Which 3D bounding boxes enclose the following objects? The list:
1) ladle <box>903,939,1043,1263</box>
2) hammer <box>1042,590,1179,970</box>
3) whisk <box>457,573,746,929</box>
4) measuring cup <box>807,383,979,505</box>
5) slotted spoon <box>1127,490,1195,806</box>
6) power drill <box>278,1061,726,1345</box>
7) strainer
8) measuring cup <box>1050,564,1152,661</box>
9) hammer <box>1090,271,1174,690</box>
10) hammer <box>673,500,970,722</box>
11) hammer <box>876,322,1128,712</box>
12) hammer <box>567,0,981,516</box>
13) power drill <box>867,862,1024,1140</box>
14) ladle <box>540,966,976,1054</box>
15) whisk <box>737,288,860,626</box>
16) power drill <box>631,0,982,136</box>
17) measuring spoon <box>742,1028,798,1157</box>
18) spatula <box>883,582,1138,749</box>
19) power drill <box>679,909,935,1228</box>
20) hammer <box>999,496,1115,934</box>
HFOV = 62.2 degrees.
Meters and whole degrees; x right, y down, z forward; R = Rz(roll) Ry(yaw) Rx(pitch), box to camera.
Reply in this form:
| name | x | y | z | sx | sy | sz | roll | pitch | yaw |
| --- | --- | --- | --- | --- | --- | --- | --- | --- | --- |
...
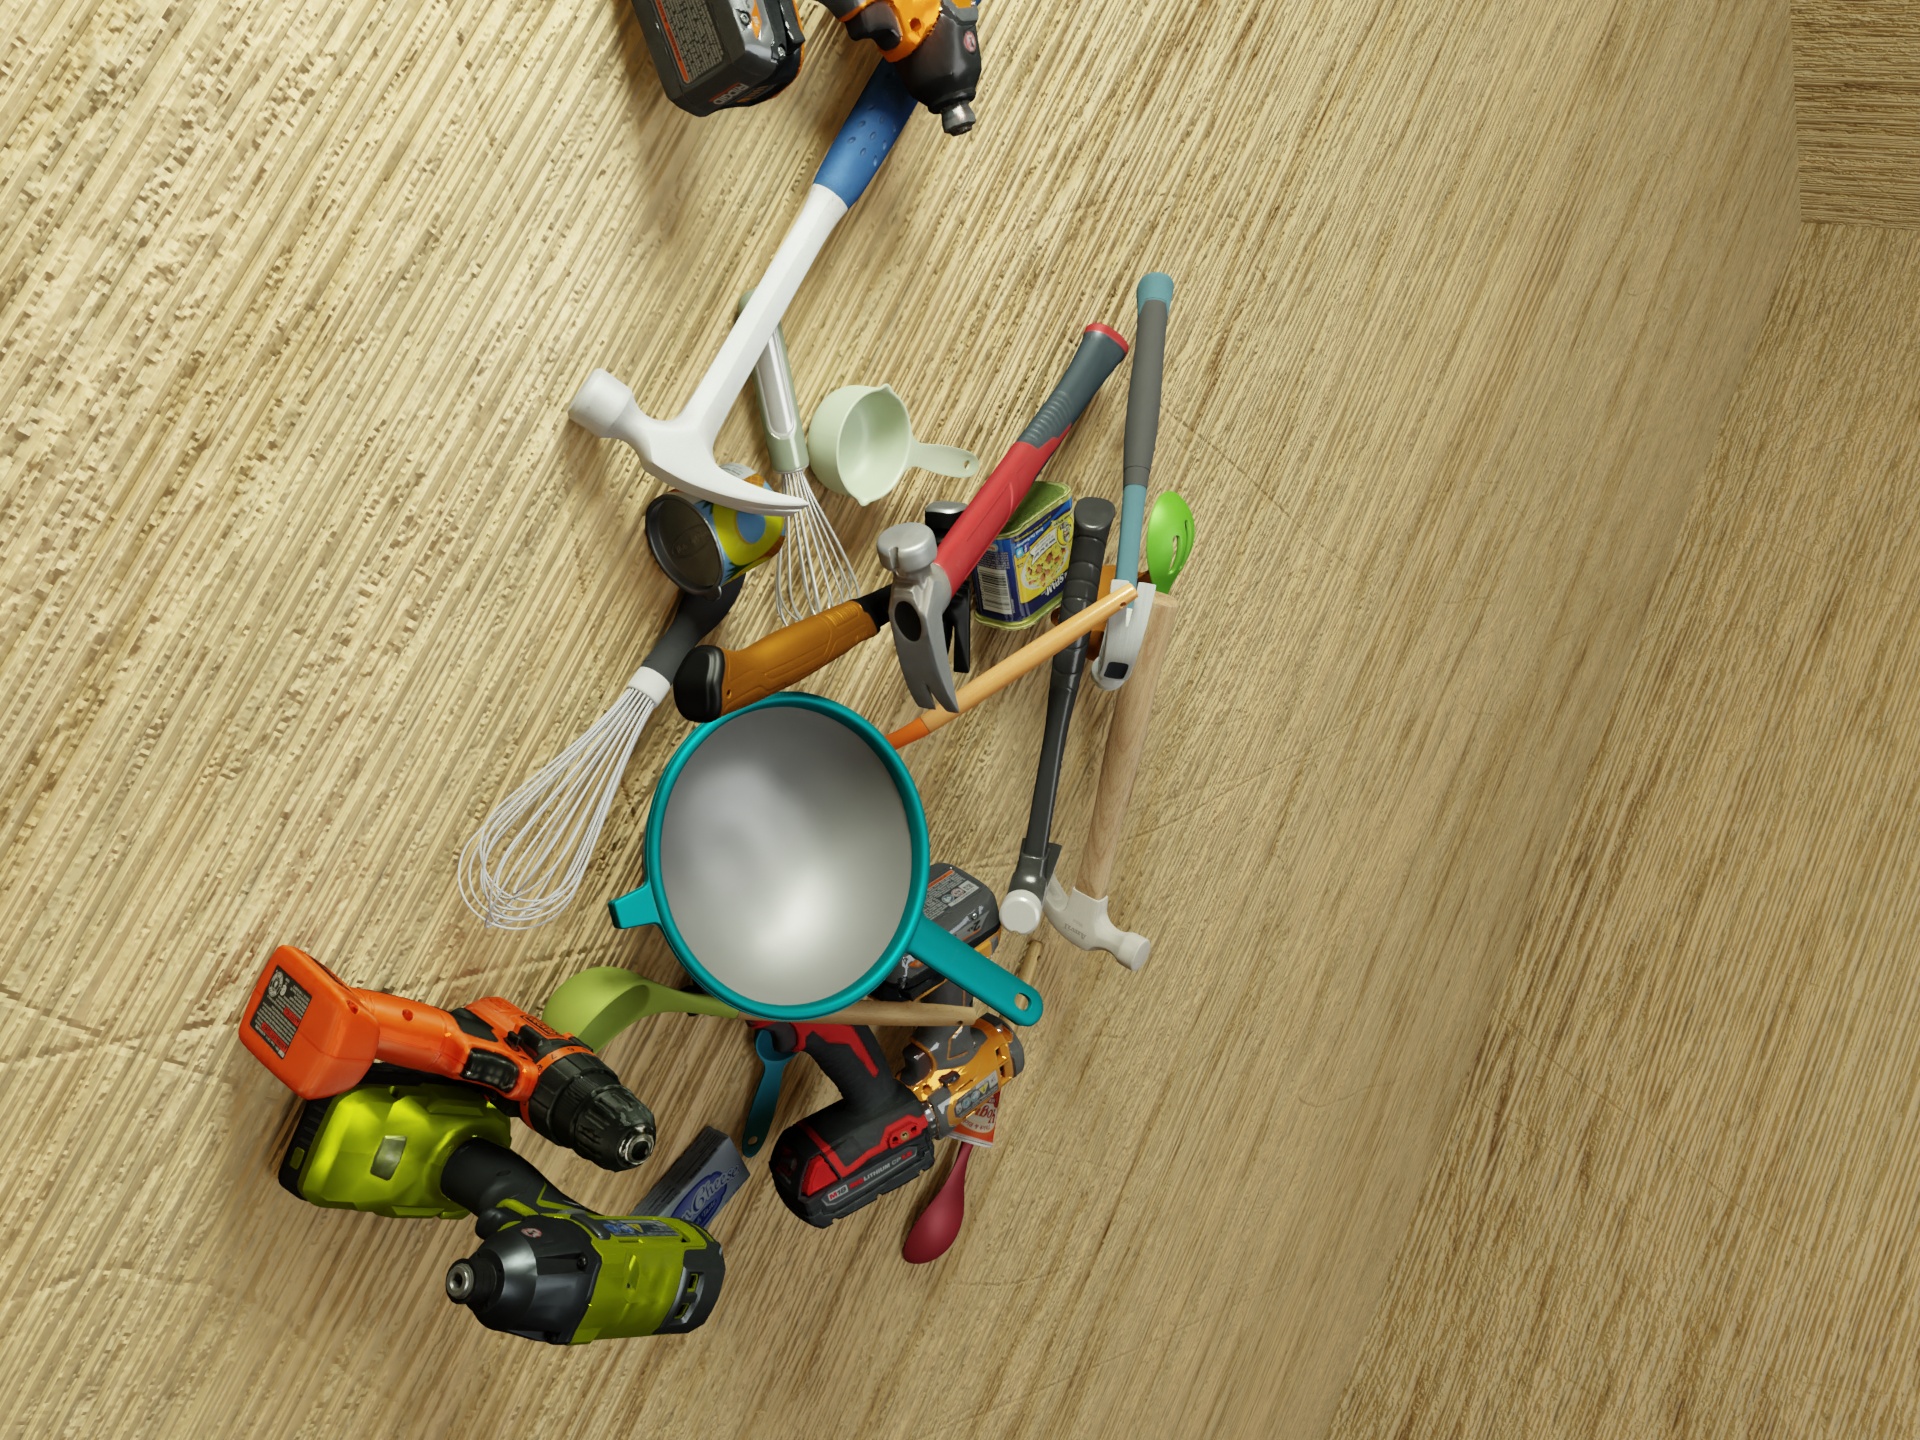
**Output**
| name | x | y | z | sx | sy | sz | roll | pitch | yaw |
| --- | --- | --- | --- | --- | --- | --- | --- | --- | --- |
| ladle | 0.019 | 0.352 | 1.463 | 0.069 | 0.031 | 0.315 | 27 | 81 | -56 |
| hammer | 0.133 | 0.047 | 1.366 | 0.031 | 0.130 | 0.331 | -19 | 126 | -50 |
| whisk | -0.207 | 0.005 | 0.965 | 0.285 | 0.070 | 0.070 | -60 | 144 | -24 |
| measuring cup | -0.046 | -0.190 | 1.114 | 0.167 | 0.038 | 0.083 | -1 | 106 | -56 |
| slotted spoon | 0.164 | -0.051 | 1.386 | 0.070 | 0.031 | 0.313 | -35 | 141 | -45 |
| power drill | -0.258 | 0.263 | 0.861 | 0.171 | 0.223 | 0.080 | 28 | 82 | -55 |
| strainer | -0.085 | 0.124 | 1.083 | 0.340 | 0.095 | 0.211 | 37 | 63 | -29 |
| measuring cup | 0.107 | -0.091 | 1.353 | 0.173 | 0.052 | 0.095 | -1 | 109 | -54 |
| hammer | 0.140 | -0.196 | 1.271 | 0.128 | 0.033 | 0.331 | 100 | -3 | -79 |
| hammer | -0.076 | -0.053 | 1.032 | 0.337 | 0.034 | 0.127 | -33 | 127 | -59 |
| hammer | 0.046 | -0.172 | 1.172 | 0.386 | 0.038 | 0.143 | -57 | 147 | -42 |
| hammer | -0.081 | -0.308 | 0.977 | 0.144 | 0.035 | 0.406 | 33 | 70 | -21 |
| power drill | -0.038 | 0.250 | 1.279 | 0.185 | 0.084 | 0.226 | -31 | 130 | -31 |
| ladle | -0.124 | 0.204 | 1.068 | 0.320 | 0.062 | 0.078 | 8 | 132 | -30 |
| whisk | -0.109 | -0.158 | 1.034 | 0.058 | 0.059 | 0.246 | -12 | 118 | -5 |
| power drill | -0.074 | -0.406 | 0.902 | 0.226 | 0.084 | 0.164 | -31 | 106 | -45 |
| measuring spoon | -0.149 | 0.273 | 1.204 | 0.042 | 0.021 | 0.128 | 5 | 111 | -32 |
| spatula | -0.002 | -0.004 | 1.175 | 0.322 | 0.041 | 0.080 | -33 | 139 | -1 |
| power drill | -0.110 | 0.243 | 1.149 | 0.143 | 0.079 | 0.219 | -23 | 108 | -22 |
| hammer | 0.079 | -0.009 | 1.254 | 0.146 | 0.035 | 0.334 | -54 | 154 | -74 |
